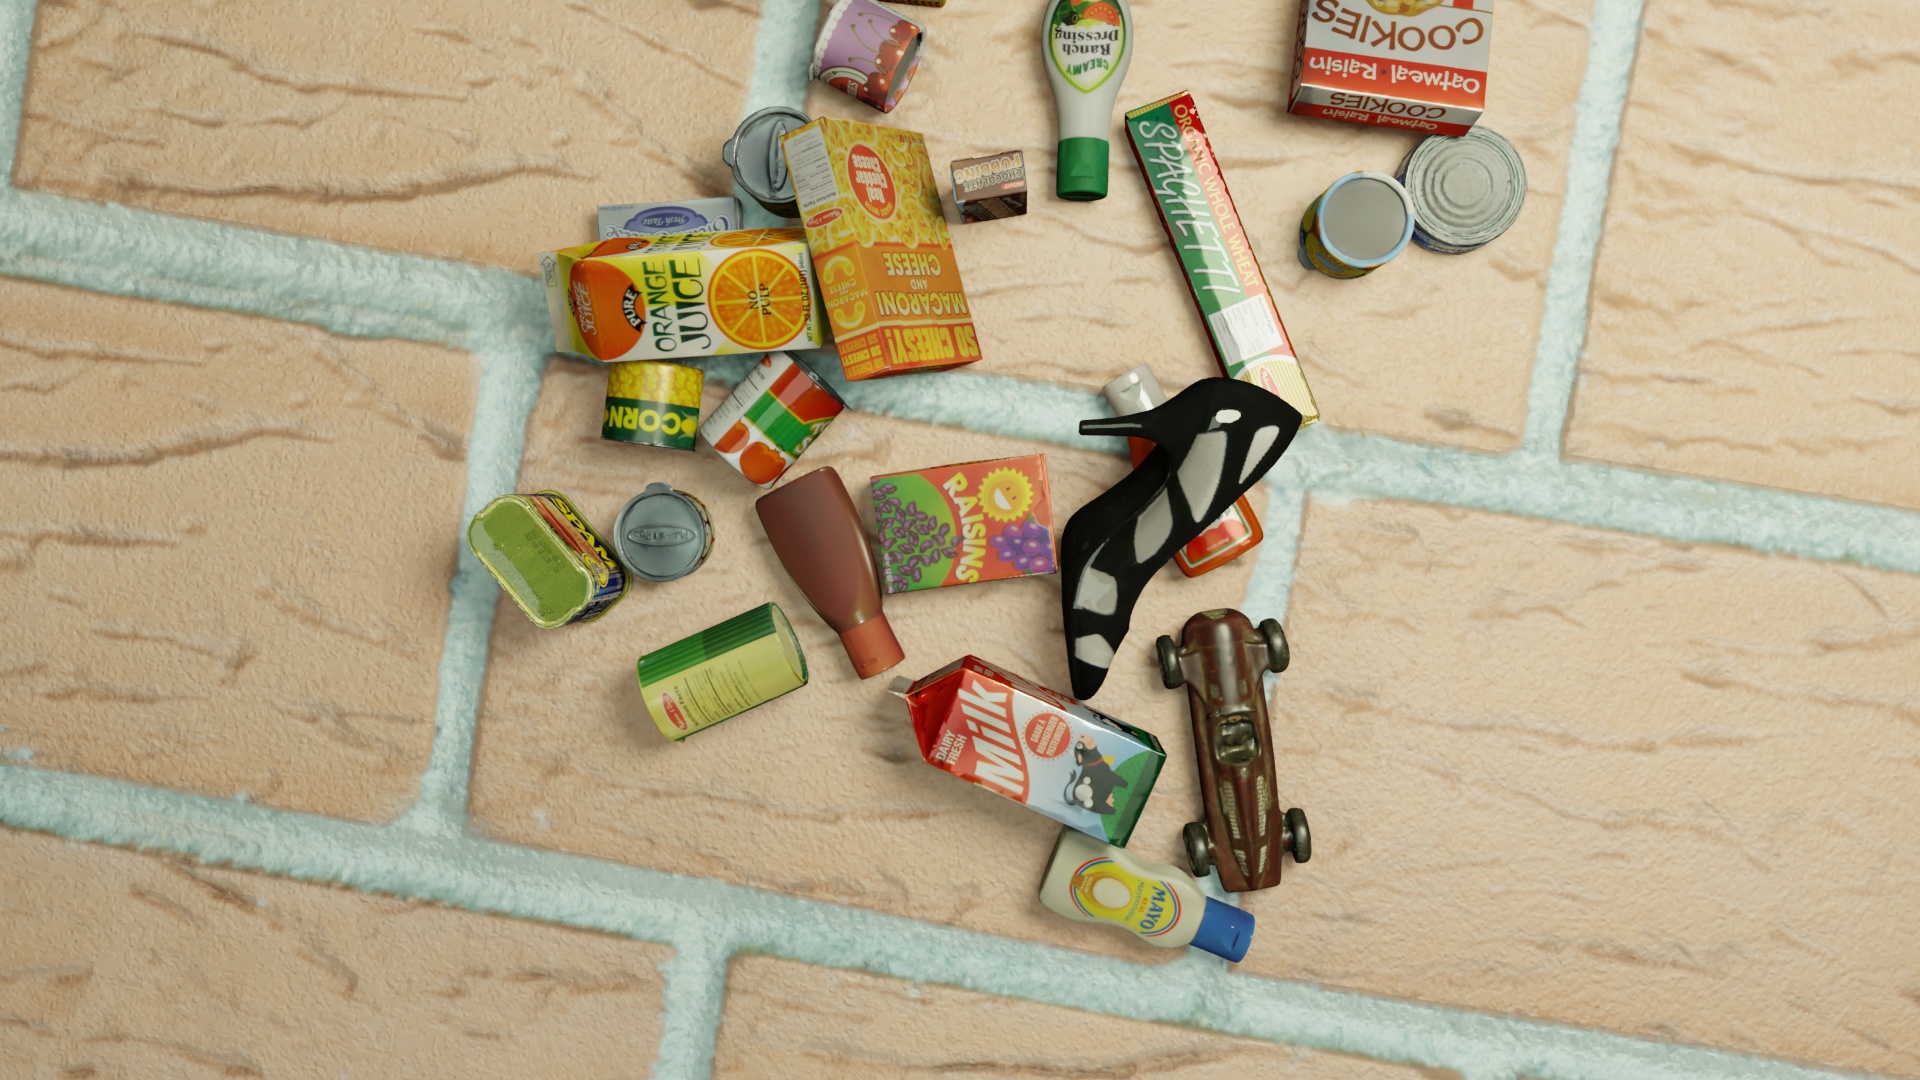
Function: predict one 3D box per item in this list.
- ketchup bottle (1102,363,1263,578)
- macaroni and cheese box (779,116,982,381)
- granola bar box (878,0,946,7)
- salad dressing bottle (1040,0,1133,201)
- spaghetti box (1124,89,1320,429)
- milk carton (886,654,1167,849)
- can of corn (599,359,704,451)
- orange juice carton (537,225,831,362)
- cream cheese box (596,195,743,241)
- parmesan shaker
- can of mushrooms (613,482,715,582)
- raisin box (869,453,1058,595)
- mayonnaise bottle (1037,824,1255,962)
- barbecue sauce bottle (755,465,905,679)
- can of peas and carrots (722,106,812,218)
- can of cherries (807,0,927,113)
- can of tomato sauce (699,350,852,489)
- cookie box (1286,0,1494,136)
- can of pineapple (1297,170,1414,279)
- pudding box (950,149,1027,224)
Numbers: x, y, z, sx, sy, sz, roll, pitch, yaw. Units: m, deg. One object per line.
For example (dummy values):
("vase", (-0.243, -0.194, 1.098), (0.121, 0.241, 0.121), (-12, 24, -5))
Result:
("ketchup bottle", (0.150, -0.051, 0.972), (0.064, 0.043, 0.149), (-29, 90, 12))
("macaroni and cheese box", (-0.051, -0.194, 0.939), (0.040, 0.124, 0.166), (-14, 92, 32))
("granola bar box", (-0.093, -0.404, 0.933), (0.166, 0.124, 0.039), (7, 93, 3))
("salad dressing bottle", (0.087, -0.313, 0.967), (0.064, 0.044, 0.147), (2, 92, 4))
("spaghetti box", (0.182, -0.190, 0.974), (0.050, 0.029, 0.250), (-22, 91, 3))
("milk carton", (0.040, 0.137, 0.969), (0.191, 0.072, 0.073), (24, 93, 2))
("can of corn", (-0.216, -0.095, 0.975), (0.071, 0.071, 0.058), (7, 92, 3))
("orange juice carton", (-0.189, -0.169, 0.950), (0.193, 0.073, 0.071), (-3, 113, 3))
("cream cheese box", (-0.207, -0.215, 0.994), (0.104, 0.024, 0.053), (-3, 93, 3))
("parmesan shaker", (-0.166, 0.094, 0.982), (0.103, 0.071, 0.071), (-23, 91, 3))
("can of mushrooms", (-0.211, -0.007, 0.996), (0.071, 0.033, 0.071), (0, 92, 3))
("raisin box", (0.004, -0.012, 0.983), (0.123, 0.040, 0.086), (-7, 91, 2))
("mayonnaise bottle", (0.133, 0.254, 0.983), (0.148, 0.041, 0.064), (21, 93, 3))
("barbecue sauce bottle", (-0.087, 0.025, 0.986), (0.065, 0.044, 0.148), (-26, 91, 15))
("can of peas and carrots", (-0.125, -0.263, 0.972), (0.071, 0.059, 0.071), (0, 92, 3))
("can of cherries", (-0.064, -0.336, 0.963), (0.058, 0.071, 0.071), (28, 93, 0))
("can of tomato sauce", (-0.130, -0.086, 0.974), (0.071, 0.071, 0.083), (43, 94, 1))
("cookie box", (0.294, -0.364, 0.942), (0.123, 0.040, 0.167), (9, 78, 2))
("can of pineapple", (0.271, -0.215, 0.954), (0.071, 0.058, 0.071), (0, 92, 3))
("pudding box", (0.020, -0.242, 0.953), (0.050, 0.084, 0.030), (-8, 92, 3))
